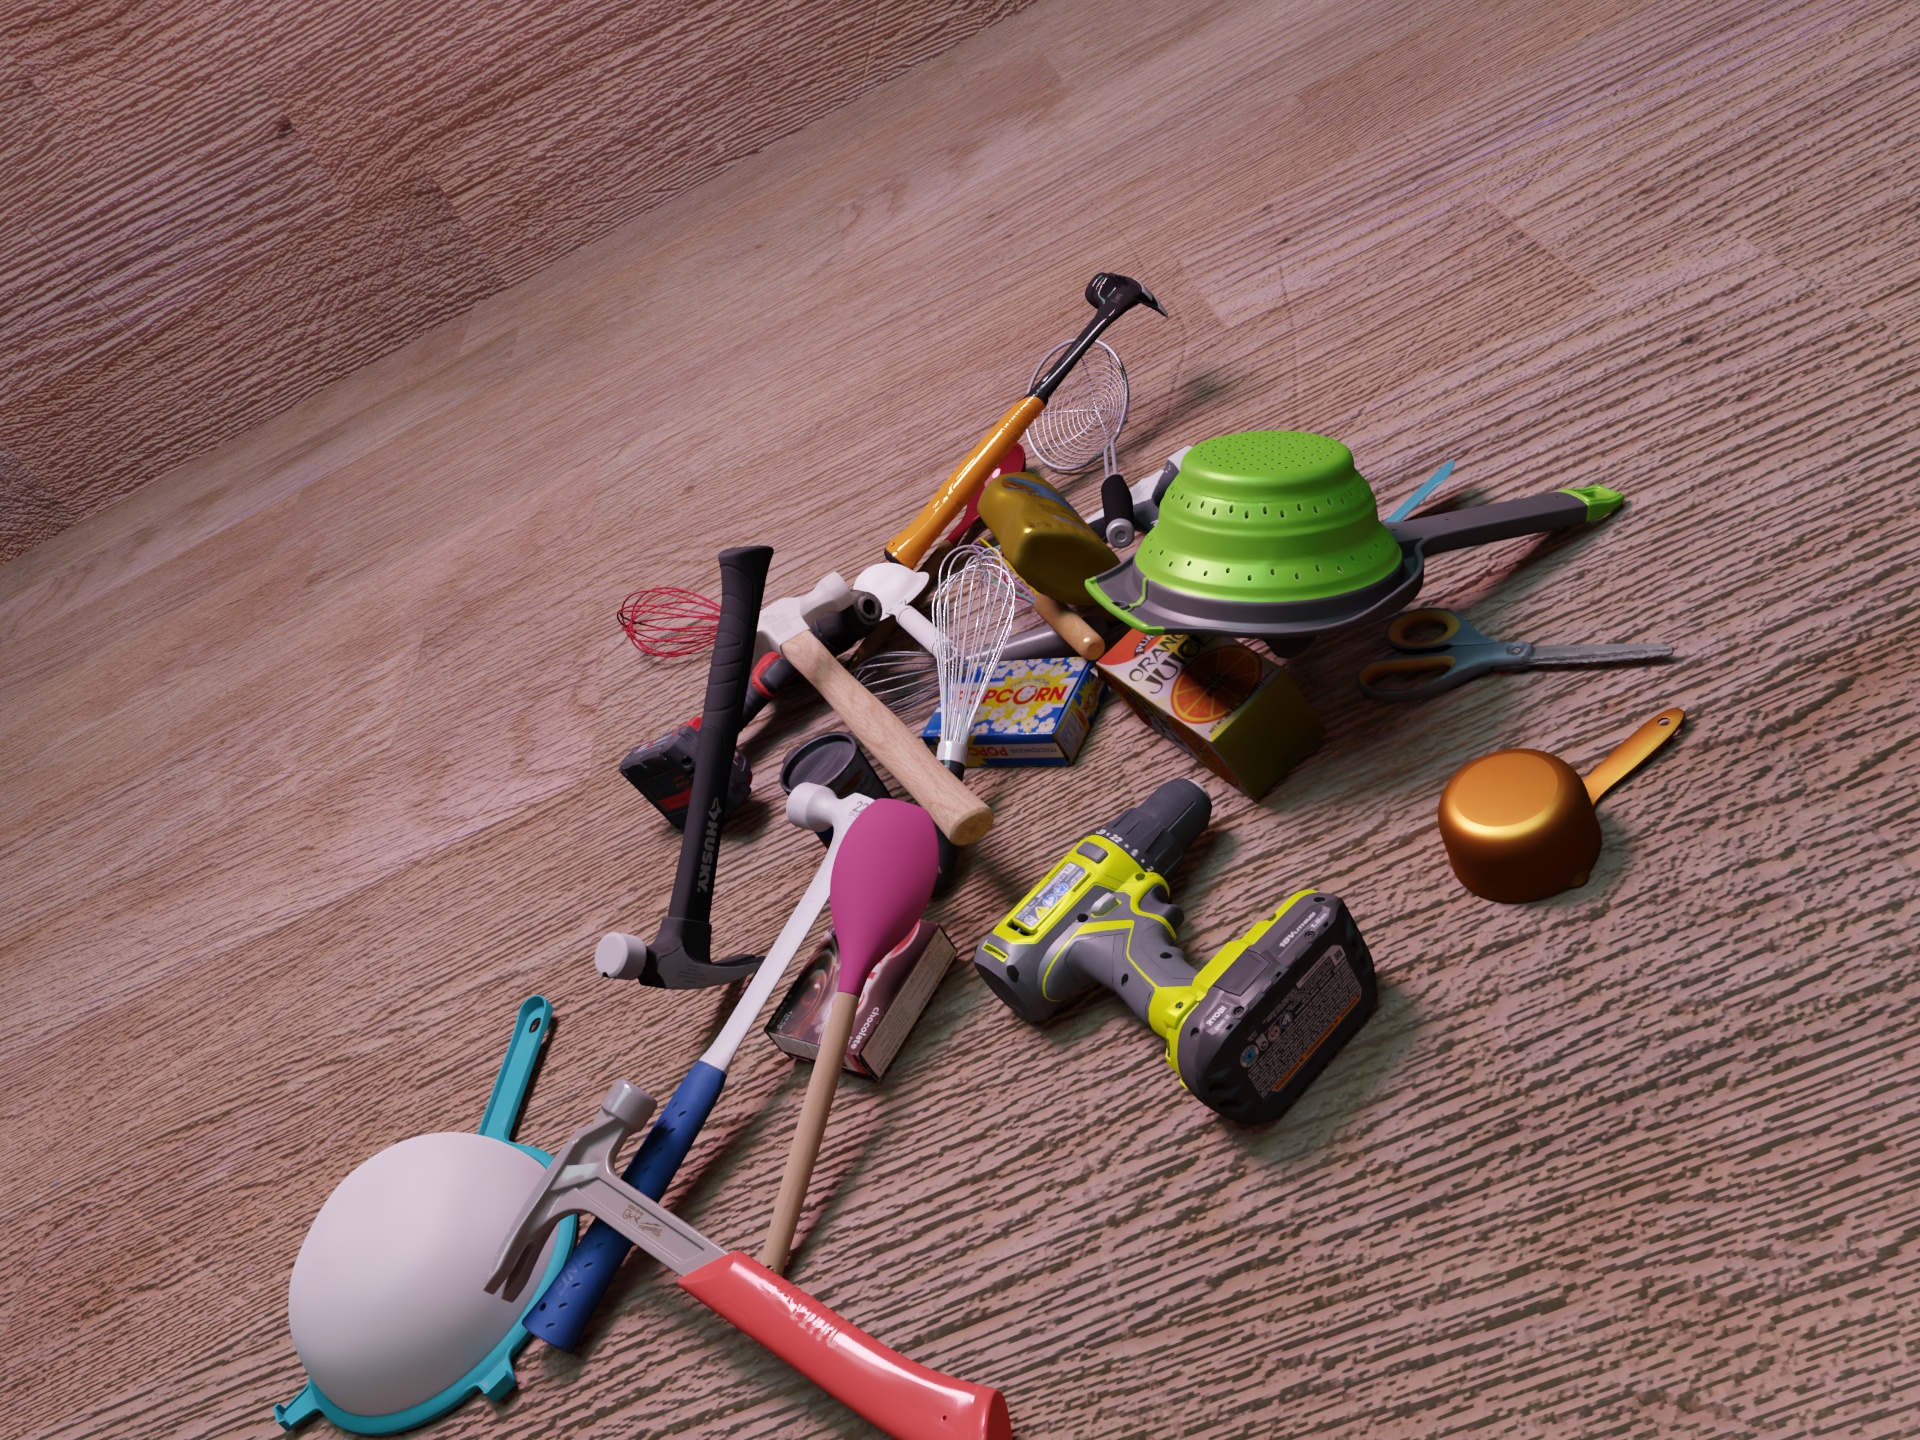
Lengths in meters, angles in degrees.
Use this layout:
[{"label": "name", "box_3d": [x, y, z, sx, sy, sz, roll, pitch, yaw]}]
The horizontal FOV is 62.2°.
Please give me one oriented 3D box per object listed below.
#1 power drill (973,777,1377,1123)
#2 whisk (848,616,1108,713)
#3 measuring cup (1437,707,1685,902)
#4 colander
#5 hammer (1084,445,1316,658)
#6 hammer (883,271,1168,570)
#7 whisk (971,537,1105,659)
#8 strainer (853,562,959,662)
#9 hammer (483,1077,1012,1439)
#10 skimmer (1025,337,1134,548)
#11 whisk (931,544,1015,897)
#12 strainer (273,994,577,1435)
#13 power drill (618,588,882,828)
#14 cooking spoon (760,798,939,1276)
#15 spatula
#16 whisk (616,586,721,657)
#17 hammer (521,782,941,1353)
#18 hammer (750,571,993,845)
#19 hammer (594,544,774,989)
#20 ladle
[{"label": "power drill", "box_3d": [0.137, 0.129, 0.971, 0.190, 0.080, 0.229, -43, 33, -16]}, {"label": "whisk", "box_3d": [0.009, -0.050, 1.322, 0.239, 0.055, 0.055, -14, 37, 17]}, {"label": "measuring cup", "box_3d": [0.359, 0.032, 0.939, 0.173, 0.052, 0.095, -38, 35, -7]}, {"label": "colander", "box_3d": [0.279, -0.151, 1.074, 0.397, 0.094, 0.205, -13, 26, -16]}, {"label": "hammer", "box_3d": [0.181, -0.124, 1.226, 0.149, 0.036, 0.409, -33, 22, 3]}, {"label": "hammer", "box_3d": [0.051, -0.266, 1.446, 0.337, 0.034, 0.127, -49, 26, 5]}, {"label": "whisk", "box_3d": [0.066, -0.101, 1.302, 0.051, 0.047, 0.245, -15, 28, -13]}, {"label": "strainer", "box_3d": [-0.047, -0.093, 1.361, 0.087, 0.050, 0.259, -35, 27, -6]}, {"label": "hammer", "box_3d": [-0.122, 0.335, 0.896, 0.359, 0.036, 0.149, 18, 68, 38]}, {"label": "skimmer", "box_3d": [0.106, -0.241, 1.403, 0.127, 0.090, 0.364, -56, 13, 24]}, {"label": "whisk", "box_3d": [-0.003, -0.004, 1.197, 0.070, 0.070, 0.285, -6, 65, 33]}, {"label": "strainer", "box_3d": [-0.363, 0.310, 1.107, 0.211, 0.095, 0.341, -16, 38, 21]}, {"label": "power drill", "box_3d": [-0.170, -0.021, 1.360, 0.188, 0.080, 0.227, -19, 29, 51]}, {"label": "cooking spoon", "box_3d": [-0.077, 0.198, 1.003, 0.069, 0.017, 0.319, 13, 70, 6]}, {"label": "spatula", "box_3d": [0.235, -0.130, 1.250, 0.317, 0.044, 0.082, -16, 12, 25]}, {"label": "whisk", "box_3d": [-0.222, -0.094, 1.549, 0.296, 0.073, 0.073, 4, 47, 34]}, {"label": "hammer", "box_3d": [-0.155, 0.221, 1.052, 0.144, 0.035, 0.406, 11, 62, 43]}, {"label": "hammer", "box_3d": [-0.076, -0.005, 1.190, 0.130, 0.031, 0.332, -32, 42, -13]}, {"label": "hammer", "box_3d": [-0.176, 0.030, 1.164, 0.035, 0.146, 0.335, 0, 76, 37]}, {"label": "ladle", "box_3d": [-0.025, -0.147, 1.486, 0.069, 0.031, 0.315, -2, 44, 51]}]
